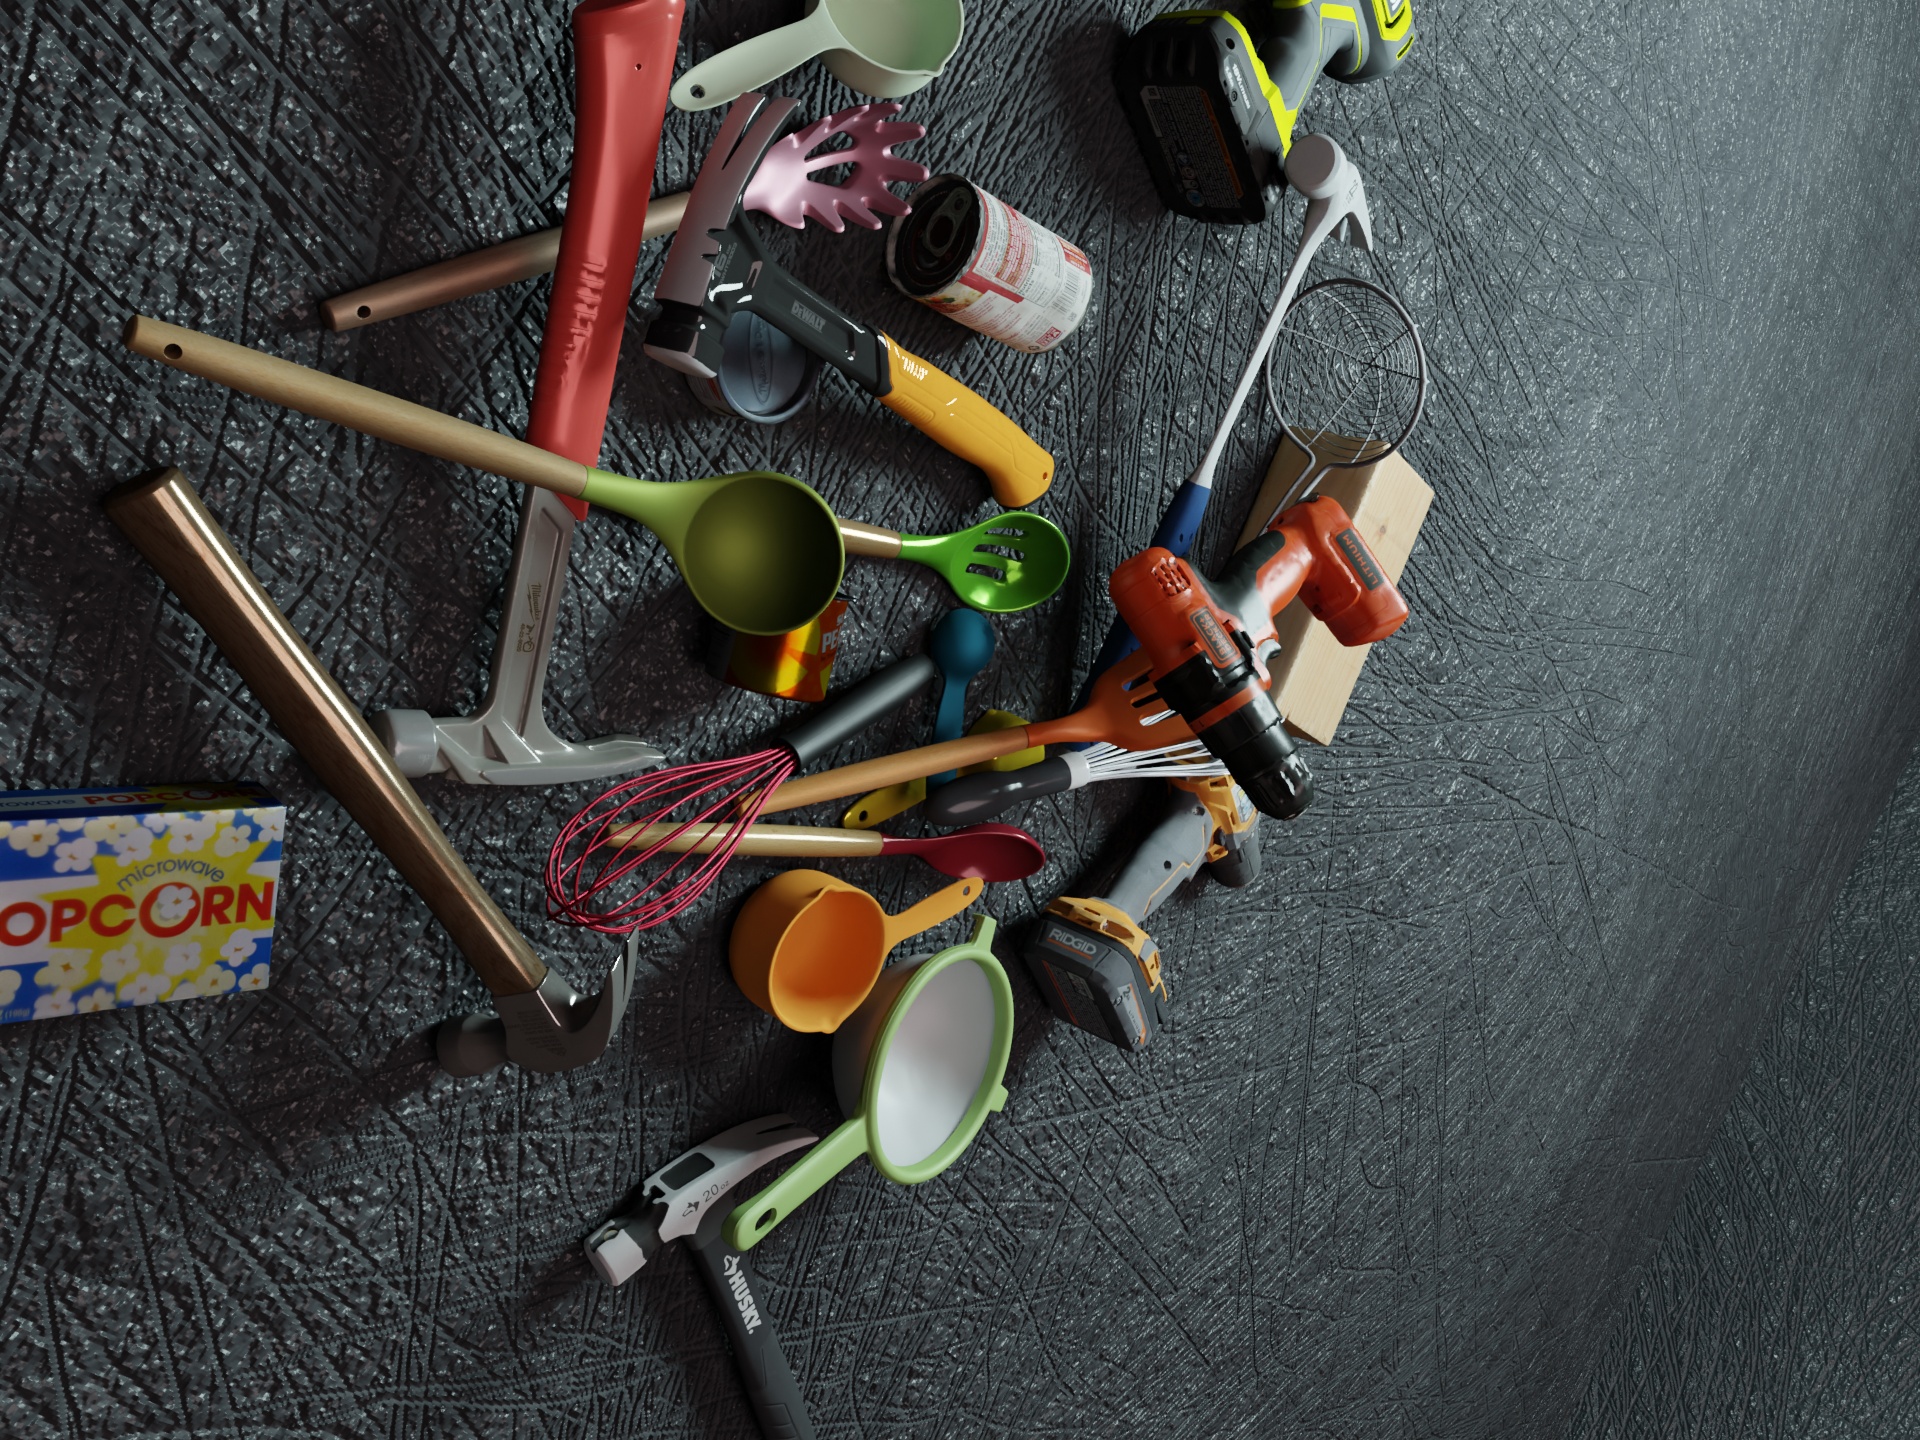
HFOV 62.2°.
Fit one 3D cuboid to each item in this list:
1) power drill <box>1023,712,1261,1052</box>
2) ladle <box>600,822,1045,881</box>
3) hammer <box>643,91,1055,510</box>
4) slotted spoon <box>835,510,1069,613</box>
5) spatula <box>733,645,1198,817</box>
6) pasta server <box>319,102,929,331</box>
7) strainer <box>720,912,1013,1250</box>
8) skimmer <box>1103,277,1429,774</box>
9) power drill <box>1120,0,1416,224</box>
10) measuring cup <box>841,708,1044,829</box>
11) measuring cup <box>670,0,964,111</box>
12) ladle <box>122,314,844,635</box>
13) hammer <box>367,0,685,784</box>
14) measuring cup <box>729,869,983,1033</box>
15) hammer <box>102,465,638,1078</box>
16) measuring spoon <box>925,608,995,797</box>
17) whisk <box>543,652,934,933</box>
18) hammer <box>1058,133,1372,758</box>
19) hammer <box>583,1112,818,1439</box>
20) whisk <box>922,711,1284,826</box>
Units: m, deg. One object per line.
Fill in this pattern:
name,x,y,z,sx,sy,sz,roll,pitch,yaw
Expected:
power drill,0.149,0.125,1.152,0.226,0.084,0.185,-54,144,-23
ladle,-0.071,0.073,0.933,0.315,0.069,0.031,7,60,-43
hammer,-0.031,-0.186,0.828,0.336,0.034,0.127,21,88,-60
slotted spoon,-0.056,-0.103,0.886,0.313,0.031,0.070,4,123,-44
spatula,0.019,0.010,0.947,0.322,0.081,0.041,-14,157,-27
pasta server,-0.143,-0.231,0.739,0.316,0.040,0.060,-30,130,-34
strainer,-0.066,0.226,0.957,0.256,0.069,0.151,-32,126,-45
skimmer,0.193,-0.127,1.092,0.363,0.127,0.090,-57,146,0
power drill,0.195,-0.440,0.983,0.228,0.080,0.190,-55,137,-20
measuring cup,-0.007,0.040,0.991,0.156,0.029,0.062,-24,121,-38
measuring cup,-0.074,-0.321,0.766,0.167,0.038,0.083,-35,96,-24
ladle,-0.178,-0.102,0.664,0.320,0.062,0.078,15,112,-46
hammer,-0.169,-0.140,0.720,0.149,0.037,0.359,-1,113,-45
measuring cup,-0.062,0.119,0.950,0.173,0.052,0.095,-21,119,-42
hammer,-0.251,0.035,0.694,0.031,0.130,0.331,-72,143,-51
measuring spoon,-0.002,-0.003,0.963,0.042,0.021,0.128,5,97,-31
whisk,-0.107,0.028,0.851,0.296,0.073,0.073,-36,129,-44
hammer,0.162,-0.163,1.032,0.144,0.035,0.405,-4,120,-65
hammer,-0.124,0.395,1.004,0.146,0.035,0.334,-34,128,-32
whisk,0.095,0.025,1.023,0.284,0.070,0.070,-14,115,-32
